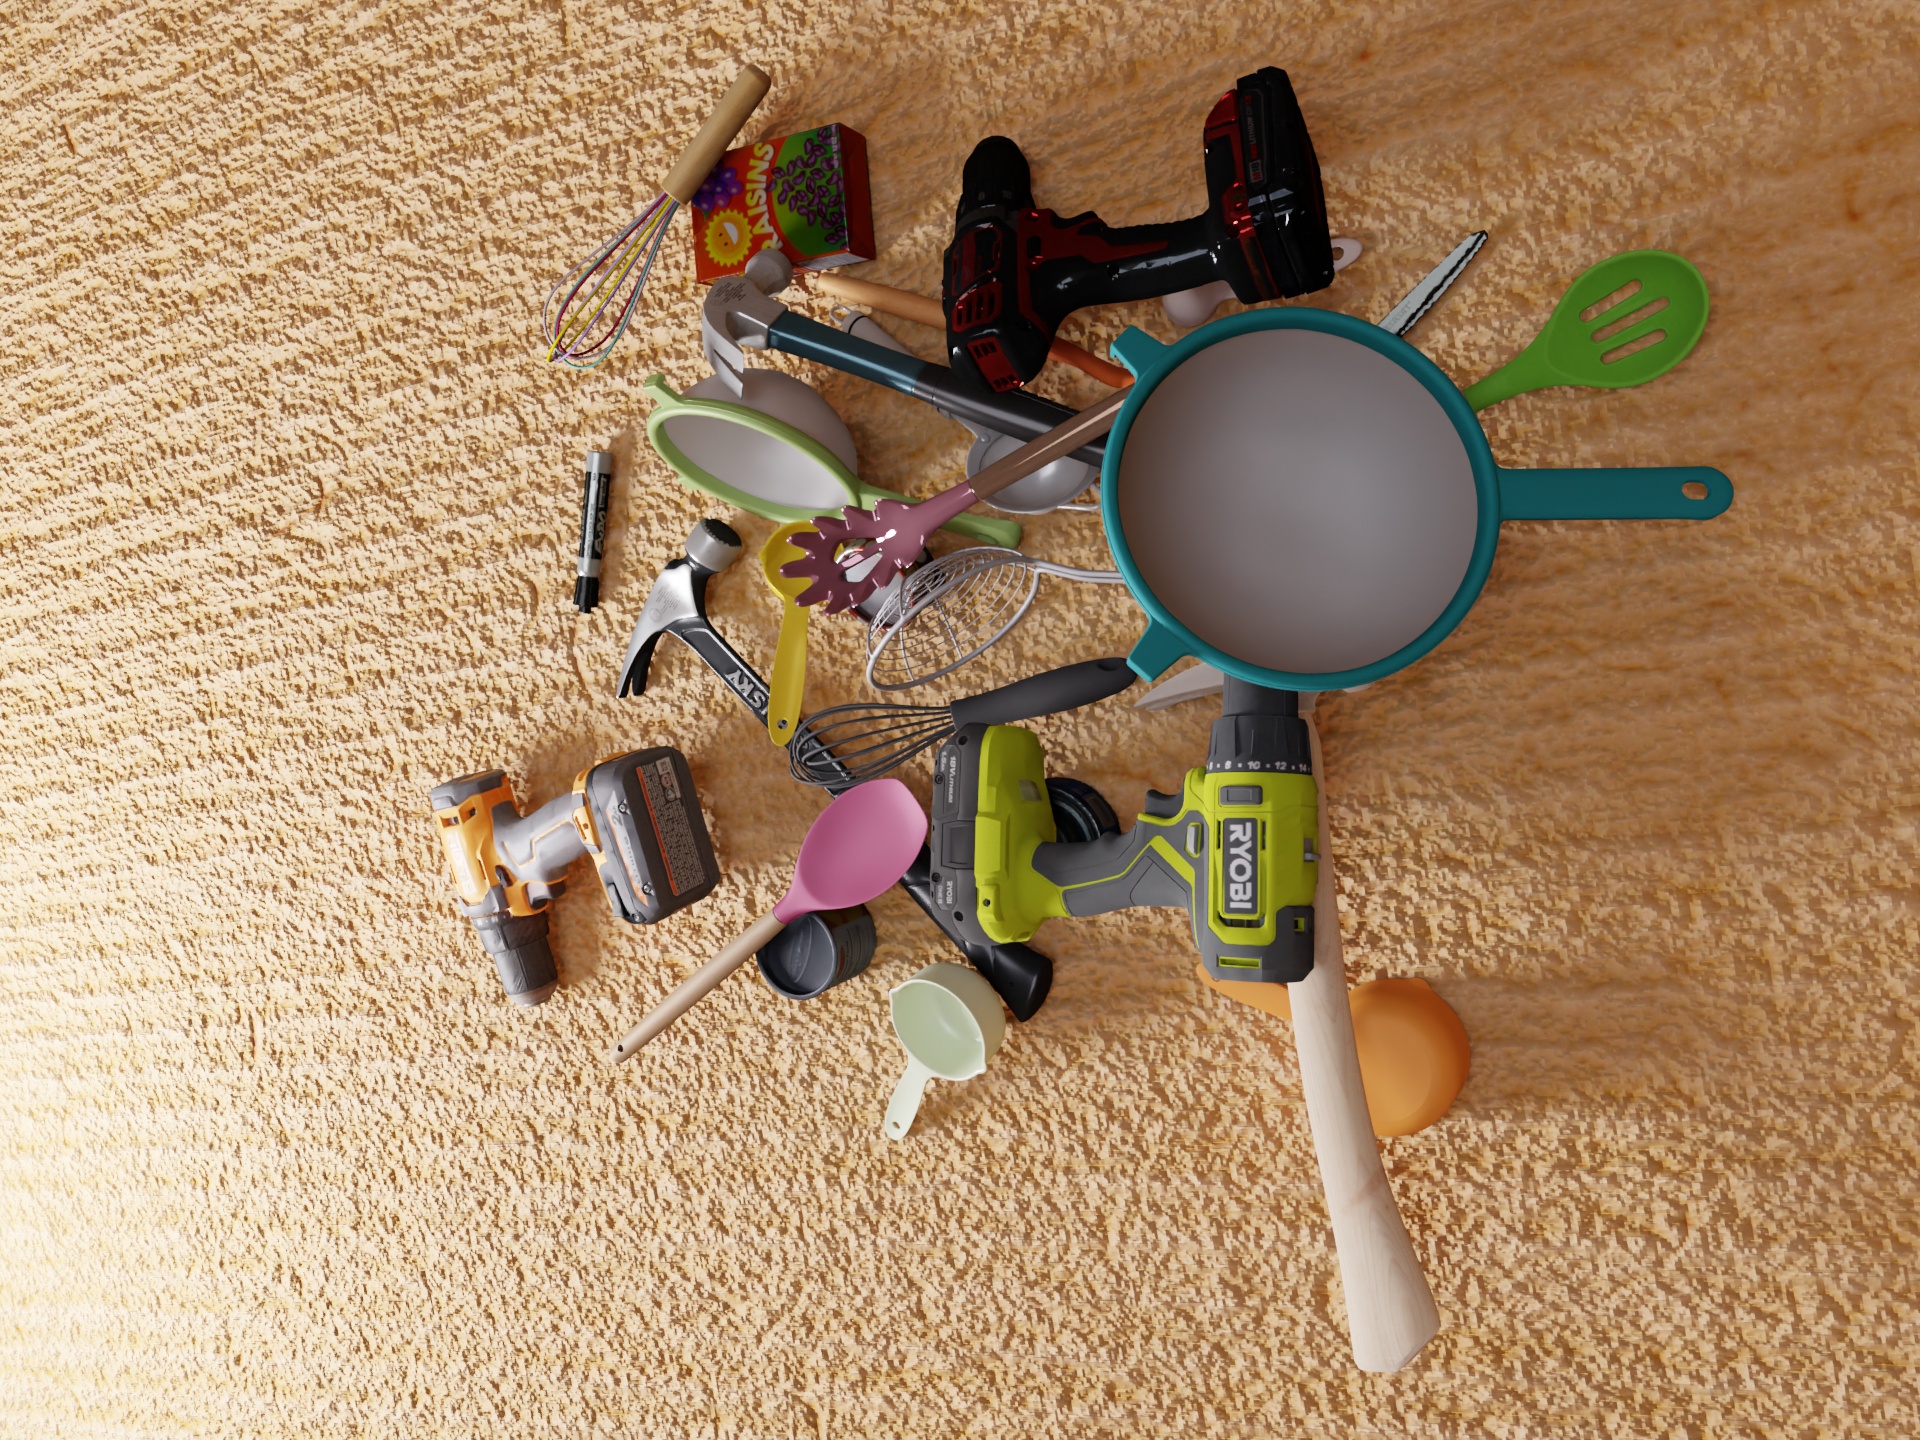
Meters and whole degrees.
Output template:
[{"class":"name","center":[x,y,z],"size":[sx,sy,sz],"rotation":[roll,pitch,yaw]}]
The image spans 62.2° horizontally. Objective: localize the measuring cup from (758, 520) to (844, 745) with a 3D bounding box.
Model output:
[{"class":"measuring cup","center":[-0.112,-0.058,1.082],"size":[0.062,0.029,0.156],"rotation":[7,80,-2]}]

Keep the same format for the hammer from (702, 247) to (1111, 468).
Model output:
[{"class":"hammer","center":[-0.011,-0.209,0.992],"size":[0.331,0.128,0.033],"rotation":[22,136,11]}]

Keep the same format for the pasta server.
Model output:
[{"class":"pasta server","center":[0.029,-0.149,0.940],"size":[0.316,0.040,0.060],"rotation":[-26,89,24]}]

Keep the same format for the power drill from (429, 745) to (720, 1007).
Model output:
[{"class":"power drill","center":[-0.288,0.117,1.179],"size":[0.226,0.084,0.185],"rotation":[-11,97,33]}]

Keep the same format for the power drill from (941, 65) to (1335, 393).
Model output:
[{"class":"power drill","center":[0.094,-0.300,0.940],"size":[0.227,0.080,0.188],"rotation":[-13,56,22]}]

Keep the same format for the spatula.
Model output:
[{"class":"spatula","center":[0.039,-0.252,1.008],"size":[0.323,0.081,0.041],"rotation":[23,123,27]}]

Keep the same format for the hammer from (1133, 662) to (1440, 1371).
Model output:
[{"class":"hammer","center":[0.199,0.159,0.923],"size":[0.146,0.038,0.411],"rotation":[-15,75,30]}]

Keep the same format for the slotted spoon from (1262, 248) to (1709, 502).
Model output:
[{"class":"slotted spoon","center":[0.264,-0.172,0.908],"size":[0.314,0.031,0.070],"rotation":[-25,91,23]}]

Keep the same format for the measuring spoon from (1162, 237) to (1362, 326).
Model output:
[{"class":"measuring spoon","center":[0.178,-0.267,0.954],"size":[0.124,0.018,0.034],"rotation":[-11,90,25]}]

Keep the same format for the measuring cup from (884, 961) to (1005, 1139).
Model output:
[{"class":"measuring cup","center":[-0.018,0.228,1.081],"size":[0.083,0.038,0.167],"rotation":[36,132,18]}]

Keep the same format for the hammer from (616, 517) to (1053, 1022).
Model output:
[{"class":"hammer","center":[-0.086,0.048,1.102],"size":[0.409,0.036,0.149],"rotation":[46,113,15]}]

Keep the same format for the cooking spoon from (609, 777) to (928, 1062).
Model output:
[{"class":"cooking spoon","center":[-0.138,0.146,1.080],"size":[0.319,0.017,0.069],"rotation":[-41,76,23]}]

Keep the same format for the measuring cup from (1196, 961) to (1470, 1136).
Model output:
[{"class":"measuring cup","center":[0.217,0.187,0.958],"size":[0.174,0.052,0.095],"rotation":[21,104,21]}]

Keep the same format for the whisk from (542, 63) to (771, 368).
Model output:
[{"class":"whisk","center":[-0.207,-0.336,1.075],"size":[0.051,0.047,0.245],"rotation":[47,106,19]}]

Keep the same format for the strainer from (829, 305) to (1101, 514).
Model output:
[{"class":"strainer","center":[0.002,-0.200,1.034],"size":[0.087,0.050,0.259],"rotation":[-39,66,-17]}]

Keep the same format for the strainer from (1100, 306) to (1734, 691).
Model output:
[{"class":"strainer","center":[0.240,-0.112,0.876],"size":[0.340,0.095,0.211],"rotation":[-1,78,-4]}]

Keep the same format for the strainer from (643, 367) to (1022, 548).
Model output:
[{"class":"strainer","center":[-0.076,-0.177,1.052],"size":[0.256,0.151,0.069],"rotation":[17,74,5]}]

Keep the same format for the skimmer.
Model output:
[{"class":"skimmer","center":[0.120,-0.056,0.962],"size":[0.363,0.127,0.090],"rotation":[3,80,17]}]

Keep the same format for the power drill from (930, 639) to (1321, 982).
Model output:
[{"class":"power drill","center":[0.100,0.053,0.938],"size":[0.228,0.080,0.190],"rotation":[-2,83,31]}]

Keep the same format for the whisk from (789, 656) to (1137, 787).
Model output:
[{"class":"whisk","center":[-0.001,-0.003,1.033],"size":[0.239,0.055,0.055],"rotation":[-15,88,10]}]
